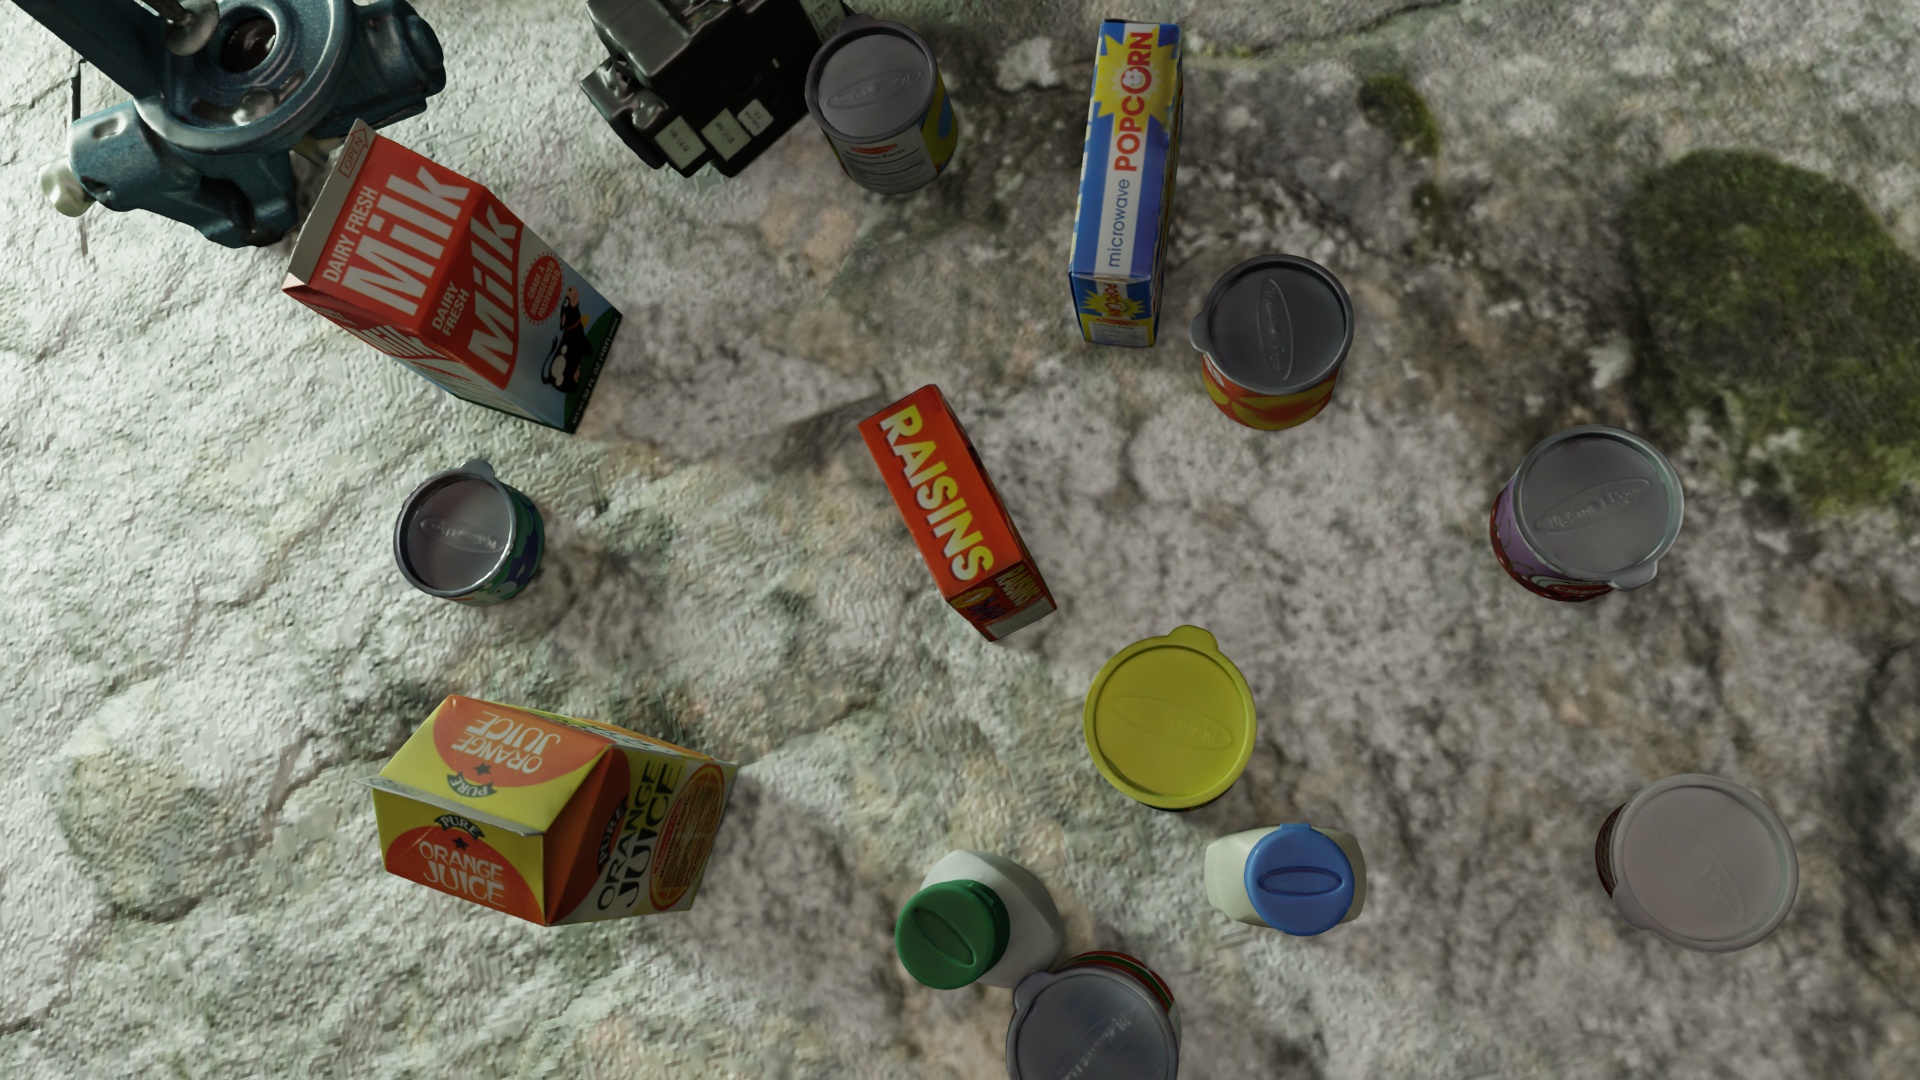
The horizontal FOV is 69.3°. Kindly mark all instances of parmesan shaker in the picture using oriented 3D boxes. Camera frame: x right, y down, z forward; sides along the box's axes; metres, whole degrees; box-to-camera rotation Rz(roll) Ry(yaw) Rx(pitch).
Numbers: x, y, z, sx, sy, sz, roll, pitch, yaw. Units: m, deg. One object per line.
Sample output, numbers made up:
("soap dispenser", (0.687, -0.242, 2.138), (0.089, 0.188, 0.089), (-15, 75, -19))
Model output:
("parmesan shaker", (0.090, 0.077, 0.582), (0.071, 0.103, 0.071), (-2, 77, 10))

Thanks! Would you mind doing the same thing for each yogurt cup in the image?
("yogurt cup", (0.292, 0.130, 0.560), (0.072, 0.054, 0.072), (-2, 77, 10))

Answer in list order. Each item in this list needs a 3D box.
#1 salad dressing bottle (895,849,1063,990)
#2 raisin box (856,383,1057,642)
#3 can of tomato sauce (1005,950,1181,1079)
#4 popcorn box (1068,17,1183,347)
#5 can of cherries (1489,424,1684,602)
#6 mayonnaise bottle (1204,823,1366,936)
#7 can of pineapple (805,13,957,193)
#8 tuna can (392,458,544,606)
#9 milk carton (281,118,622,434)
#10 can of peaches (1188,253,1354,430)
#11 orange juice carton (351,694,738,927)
("salad dressing bottle", (0.007, 0.153, 0.557), (0.064, 0.147, 0.044), (39, 87, 16))
("raisin box", (0.002, -0.008, 0.607), (0.040, 0.123, 0.086), (-27, 74, 4))
("can of tomato sauce", (0.055, 0.204, 0.570), (0.071, 0.083, 0.071), (-2, 77, 10))
("popcorn box", (0.079, -0.164, 0.649), (0.038, 0.085, 0.127), (6, 79, 11))
("can of cherries", (0.266, -0.008, 0.594), (0.071, 0.058, 0.071), (-2, 77, 10))
("mayonnaise bottle", (0.127, 0.131, 0.540), (0.065, 0.148, 0.041), (-3, 77, 10))
("can of pineapple", (-0.038, -0.217, 0.696), (0.071, 0.058, 0.071), (-2, 77, 10))
("tuna can", (-0.245, -0.003, 0.697), (0.071, 0.033, 0.071), (-2, 77, 10))
("milk carton", (-0.236, -0.117, 0.640), (0.073, 0.190, 0.072), (17, 81, 13))
("can of peaches", (0.141, -0.089, 0.635), (0.071, 0.058, 0.071), (-2, 77, 10))
("orange juice carton", (-0.165, 0.112, 0.573), (0.072, 0.192, 0.073), (15, 81, 13))
